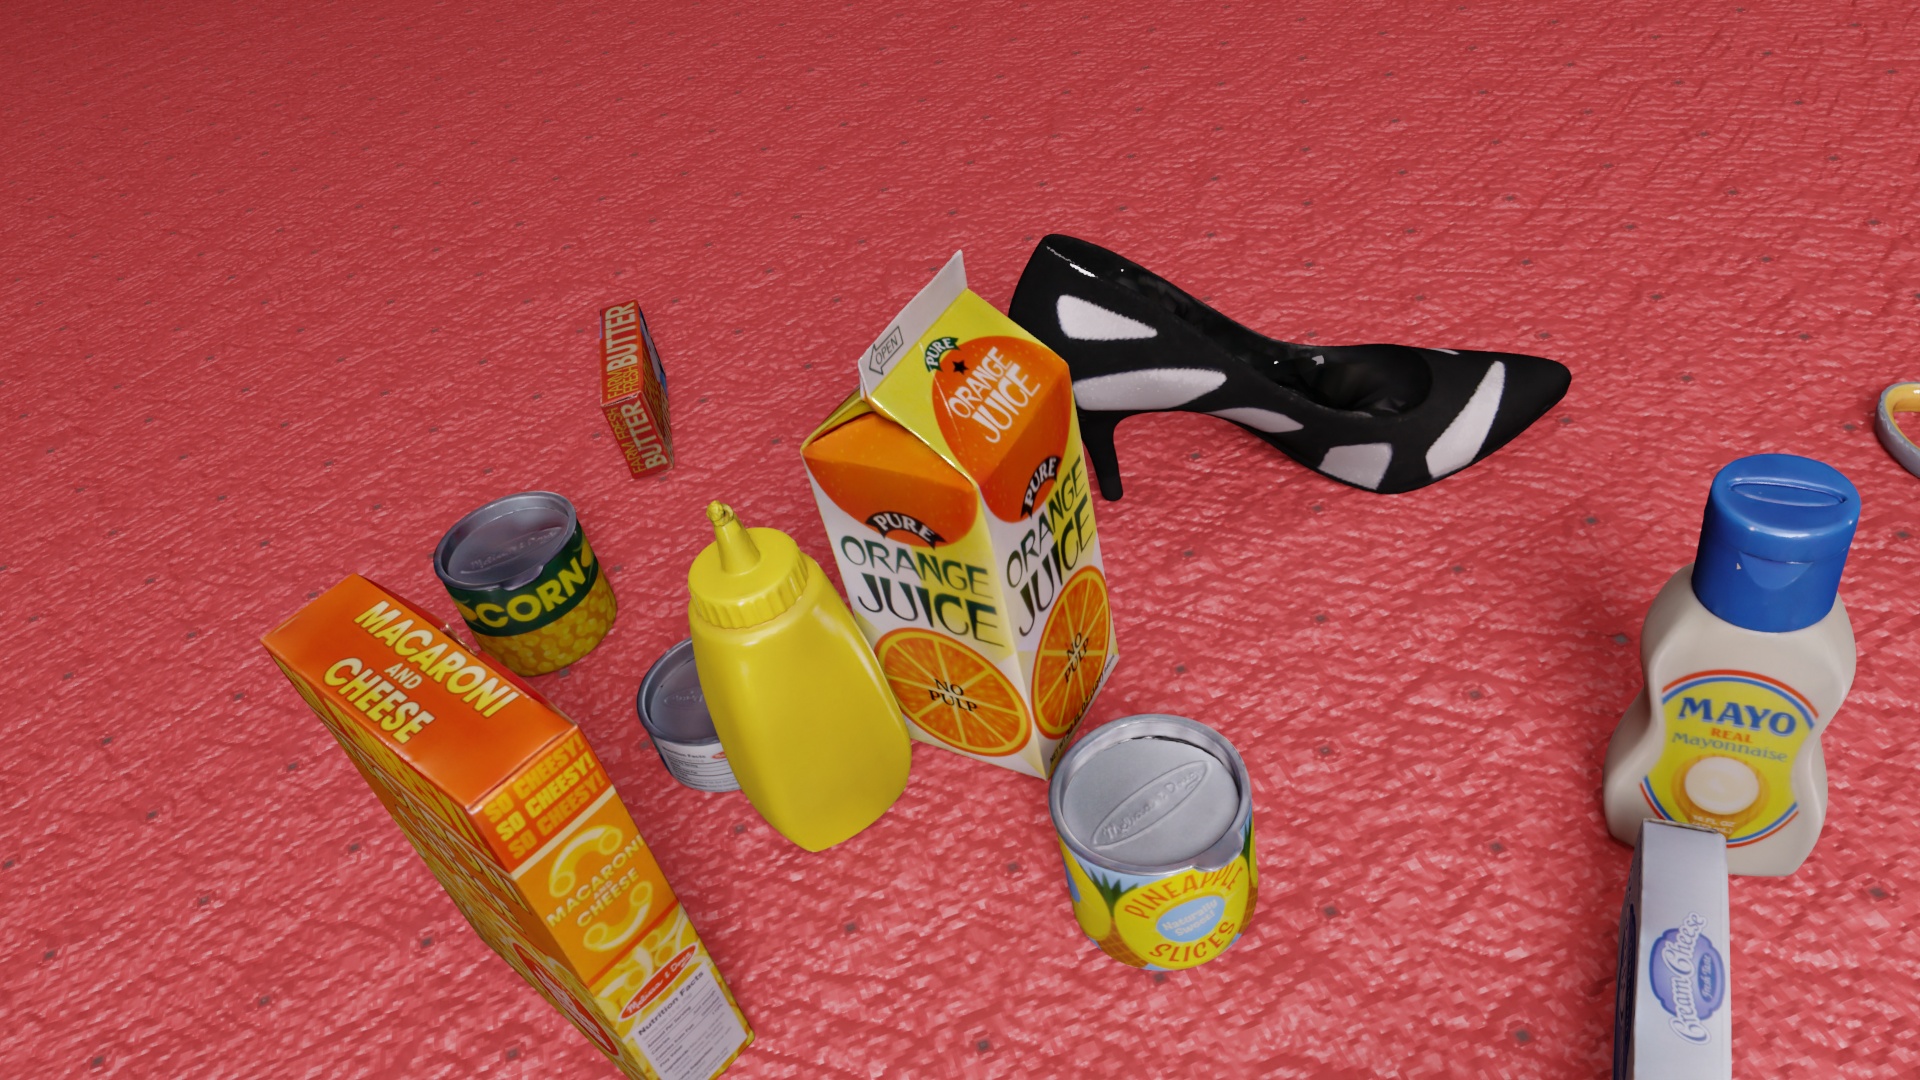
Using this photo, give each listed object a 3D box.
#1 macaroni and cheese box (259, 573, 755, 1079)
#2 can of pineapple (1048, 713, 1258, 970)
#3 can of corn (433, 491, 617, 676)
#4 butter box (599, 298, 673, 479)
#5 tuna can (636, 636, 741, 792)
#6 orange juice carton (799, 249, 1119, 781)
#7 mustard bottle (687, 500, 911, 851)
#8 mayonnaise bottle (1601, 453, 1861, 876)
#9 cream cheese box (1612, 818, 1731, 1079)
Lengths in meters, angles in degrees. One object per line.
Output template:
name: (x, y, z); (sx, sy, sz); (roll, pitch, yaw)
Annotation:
macaroni and cheese box: (-0.142, 0.099, 0.449); (0.124, 0.165, 0.040); (23, 52, 36)
can of pineapple: (0.067, 0.103, 0.469); (0.071, 0.057, 0.071); (-8, 40, 7)
can of corn: (-0.198, 0.021, 0.640); (0.071, 0.058, 0.071); (-8, 40, 7)
butter box: (-0.178, -0.084, 0.762); (0.024, 0.052, 0.104); (-16, 40, -2)
tuna can: (-0.097, 0.068, 0.577); (0.071, 0.032, 0.071); (-8, 40, 7)
orange juice carton: (0.002, -0.006, 0.511); (0.073, 0.191, 0.072); (12, 46, 28)
mustard bottle: (-0.063, 0.043, 0.497); (0.065, 0.159, 0.049); (-33, 43, -21)
mayonnaise bottle: (0.236, 0.042, 0.422); (0.065, 0.147, 0.041); (9, 45, 26)
cream cheese box: (0.201, 0.137, 0.394); (0.024, 0.053, 0.104); (6, 44, 23)
